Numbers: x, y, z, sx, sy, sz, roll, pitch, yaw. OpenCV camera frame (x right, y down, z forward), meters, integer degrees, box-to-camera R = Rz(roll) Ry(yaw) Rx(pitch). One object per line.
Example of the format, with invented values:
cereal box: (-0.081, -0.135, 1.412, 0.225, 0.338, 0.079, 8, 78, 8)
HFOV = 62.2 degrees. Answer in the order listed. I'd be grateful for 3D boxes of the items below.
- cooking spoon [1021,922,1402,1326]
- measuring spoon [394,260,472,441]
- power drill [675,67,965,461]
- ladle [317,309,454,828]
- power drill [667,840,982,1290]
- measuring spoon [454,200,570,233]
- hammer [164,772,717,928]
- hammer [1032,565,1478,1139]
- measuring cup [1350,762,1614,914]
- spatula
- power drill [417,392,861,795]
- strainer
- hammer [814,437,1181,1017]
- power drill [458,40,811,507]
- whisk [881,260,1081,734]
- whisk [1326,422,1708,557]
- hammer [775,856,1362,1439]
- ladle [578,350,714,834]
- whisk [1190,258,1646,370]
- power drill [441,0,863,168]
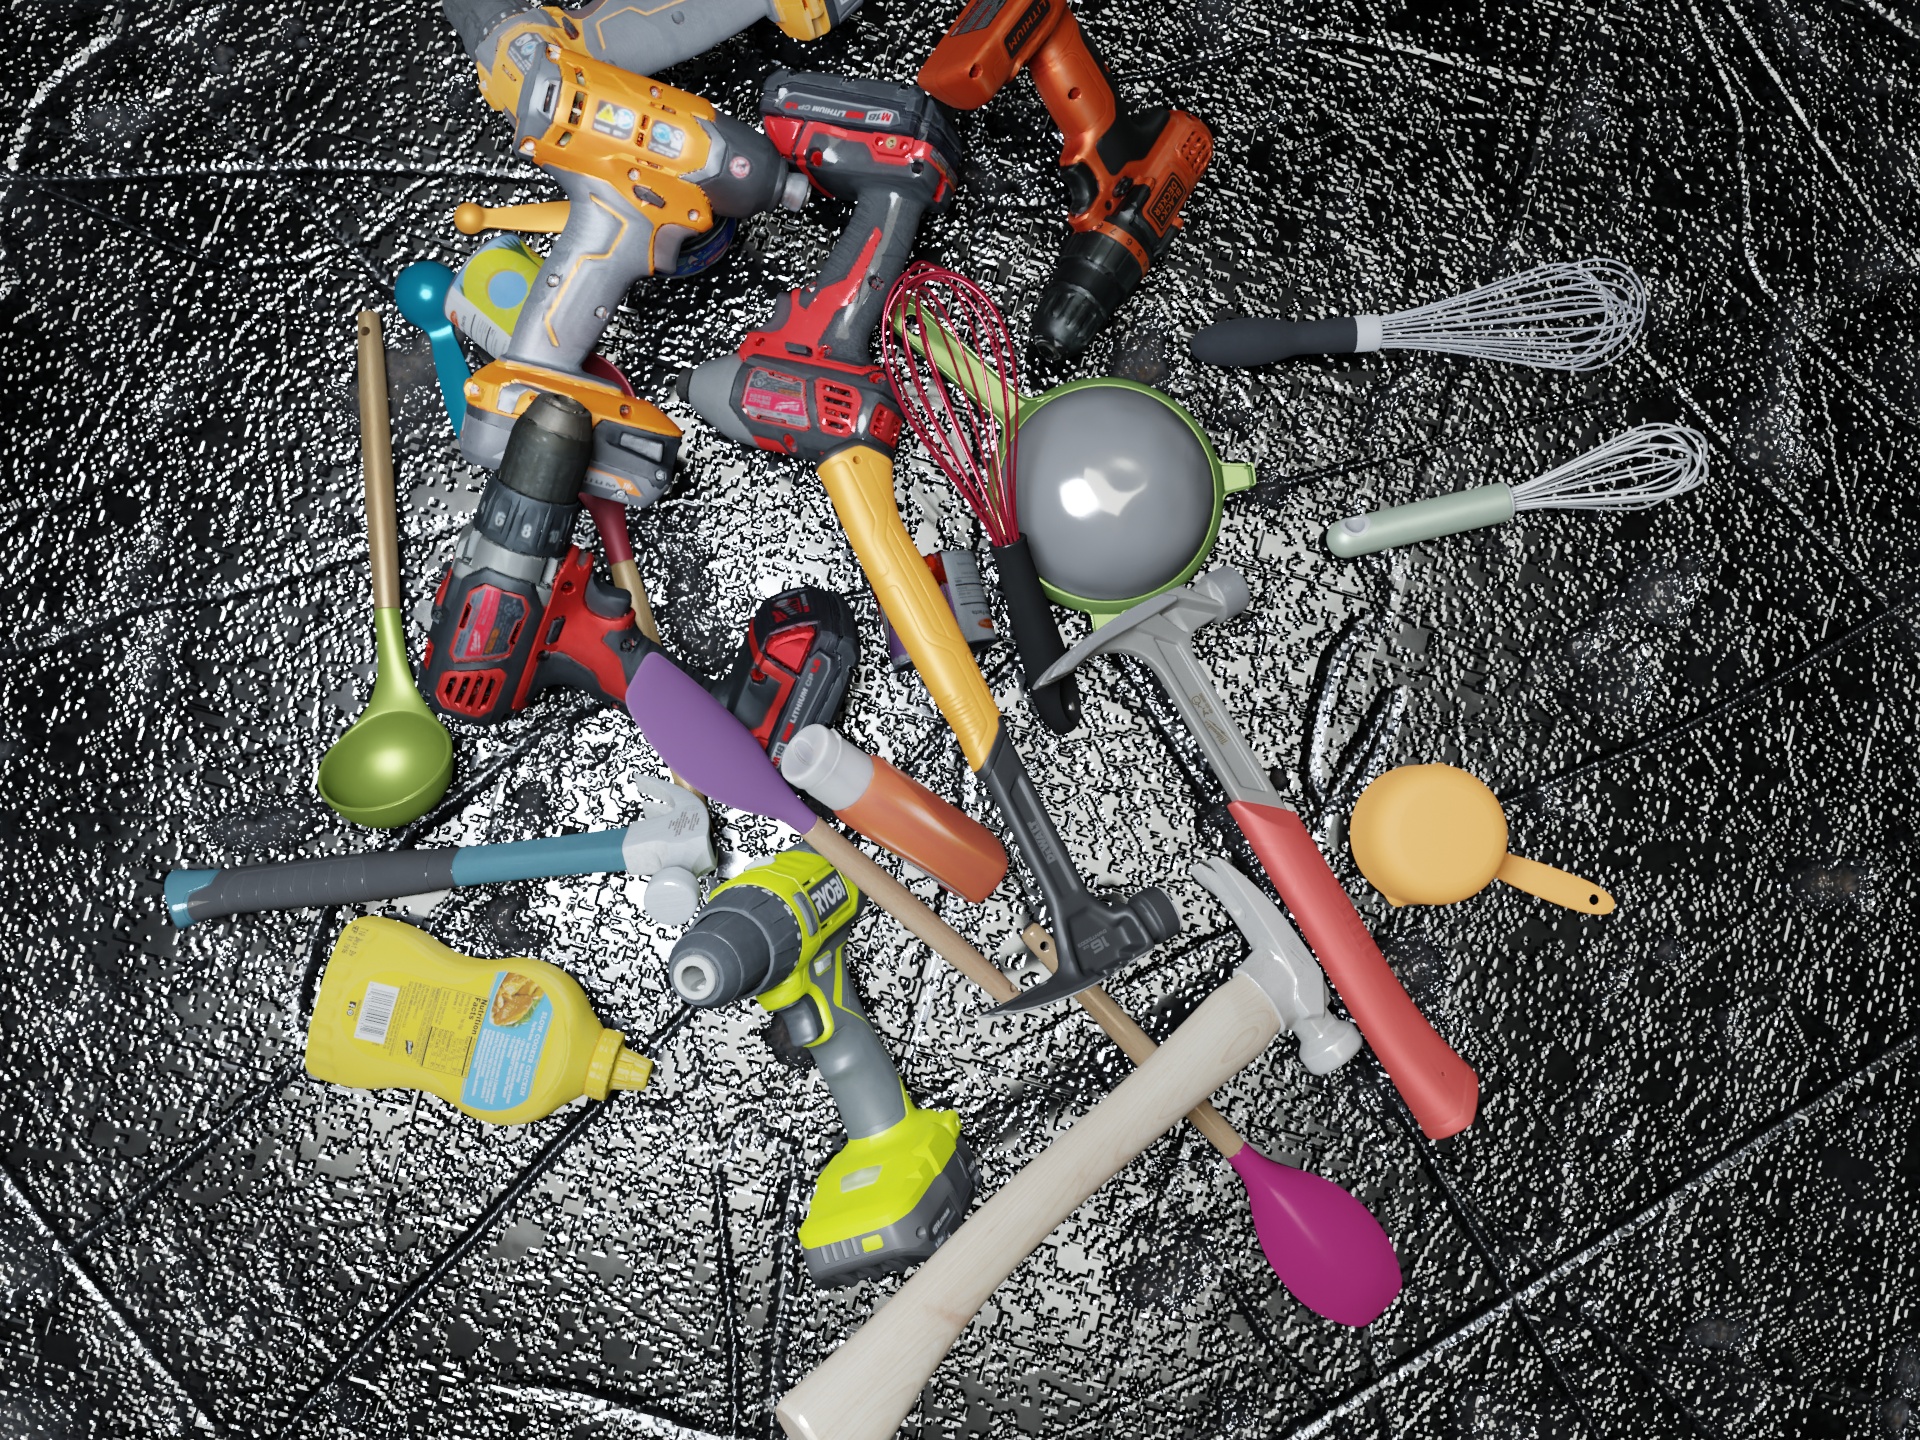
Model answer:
cooking spoon: (0.150, 0.243, 0.970, 0.069, 0.017, 0.319, -43, 89, -6)
measuring spoon: (-0.316, -0.224, 0.977, 0.042, 0.021, 0.128, -18, 86, -4)
power drill: (-0.087, -0.268, 0.961, 0.143, 0.078, 0.219, 15, 90, 19)
ladle: (-0.349, -0.094, 0.951, 0.078, 0.062, 0.320, -6, 83, 1)
power drill: (-0.078, 0.188, 0.880, 0.080, 0.190, 0.228, -22, 93, 16)
measuring spoon: (-0.257, -0.316, 0.993, 0.117, 0.011, 0.021, -3, 86, -5)
hammer: (-0.302, 0.087, 0.920, 0.331, 0.128, 0.033, -6, 117, 5)
hammer: (0.191, 0.089, 0.943, 0.149, 0.036, 0.359, -29, 86, -23)
measuring cup: (0.328, 0.085, 0.974, 0.173, 0.052, 0.095, 21, 85, 1)
spatula: (-0.069, 0.076, 0.905, 0.315, 0.018, 0.060, 43, 41, -25)
power drill: (-0.172, -0.064, 0.891, 0.226, 0.080, 0.188, 18, 110, -19)
strainer: (0.053, -0.179, 0.971, 0.256, 0.069, 0.151, 42, 85, -1)
hammer: (-0.001, -0.003, 0.894, 0.127, 0.034, 0.337, -25, 86, -26)
power drill: (-0.185, -0.242, 0.898, 0.164, 0.084, 0.226, 13, 102, -20)
whisk: (0.022, -0.124, 0.932, 0.073, 0.073, 0.295, -21, 111, -5)
whisk: (0.350, -0.139, 1.000, 0.246, 0.059, 0.058, -13, 50, 0)
hammer: (0.059, 0.235, 0.868, 0.410, 0.038, 0.146, -34, 88, -33)
ladle: (-0.198, -0.072, 0.971, 0.069, 0.031, 0.315, -16, 89, -10)
whisk: (0.287, -0.245, 0.999, 0.284, 0.070, 0.070, -4, 86, 2)
power drill: (-0.194, -0.440, 0.964, 0.226, 0.084, 0.185, -37, 66, -5)
